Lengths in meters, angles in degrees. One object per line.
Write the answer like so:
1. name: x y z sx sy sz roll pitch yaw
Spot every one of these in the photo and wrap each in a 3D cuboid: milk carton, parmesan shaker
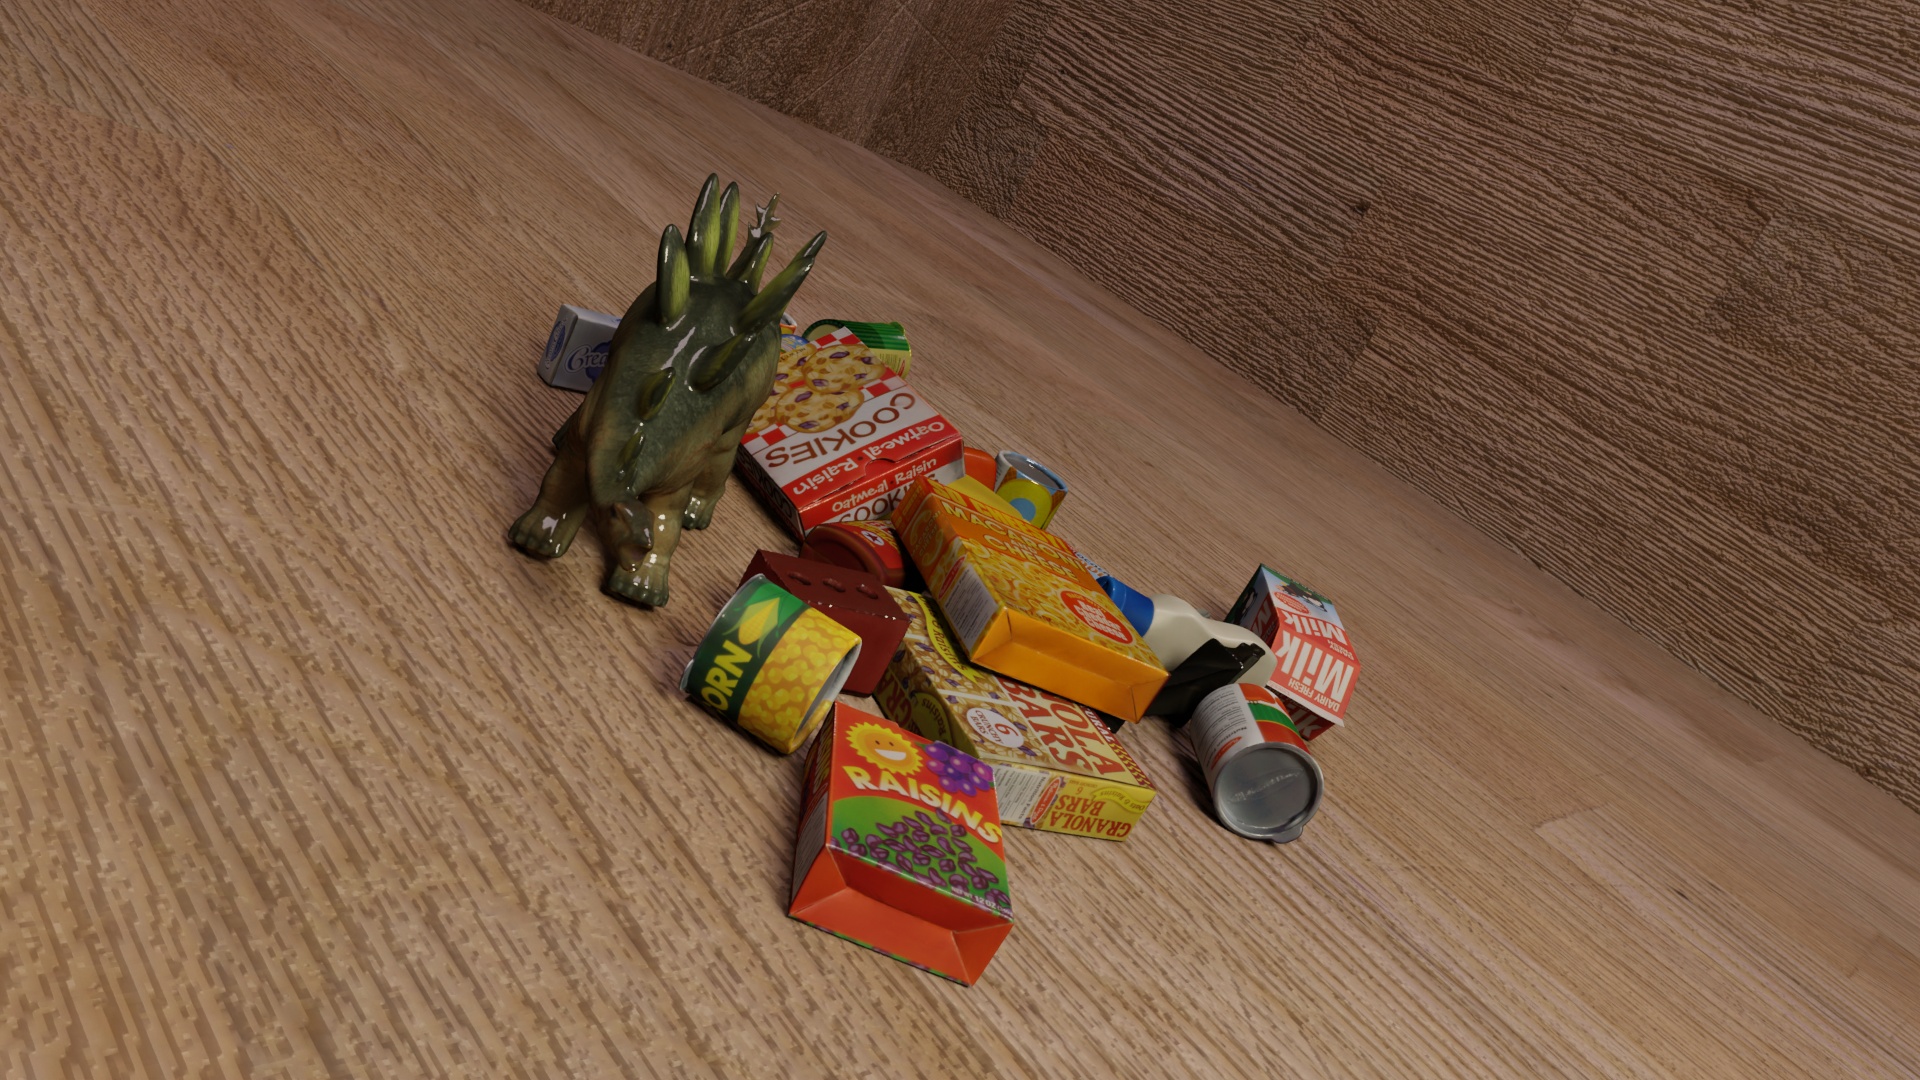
1. milk carton: 0.255 0.091 1.086 0.072 0.073 0.191 28 18 -3
2. parmesan shaker: -0.097 -0.173 1.283 0.071 0.071 0.103 35 18 18

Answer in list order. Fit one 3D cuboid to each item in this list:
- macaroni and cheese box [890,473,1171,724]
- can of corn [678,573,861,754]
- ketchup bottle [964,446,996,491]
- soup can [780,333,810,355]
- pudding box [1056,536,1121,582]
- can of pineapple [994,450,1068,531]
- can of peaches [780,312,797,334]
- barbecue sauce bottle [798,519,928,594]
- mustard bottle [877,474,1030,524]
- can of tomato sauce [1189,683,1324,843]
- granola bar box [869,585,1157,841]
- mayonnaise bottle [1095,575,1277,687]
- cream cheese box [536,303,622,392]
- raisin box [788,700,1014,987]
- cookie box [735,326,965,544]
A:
1. macaroni and cheese box: 0.037 0.032 0.834 0.123 0.040 0.167 24 17 -29
2. can of corn: -0.089 0.060 0.655 0.058 0.071 0.071 31 17 7
3. ketchup bottle: -0.048 -0.047 1.030 0.149 0.064 0.043 9 12 -29
4. soup can: -0.143 -0.124 1.074 0.071 0.071 0.084 30 18 3
5. pudding box: 0.084 0.039 1.005 0.084 0.049 0.030 36 20 22
6. can of pineapple: 0.048 -0.033 1.136 0.071 0.057 0.071 26 17 -9
7. can of peaches: -0.181 -0.171 1.172 0.071 0.058 0.071 27 17 -9
8. barbecue sauce bottle: -0.042 0.011 0.899 0.065 0.043 0.149 35 18 19
9. mustard bottle: 0.004 -0.013 1.011 0.160 0.065 0.049 24 20 -32
10. can of tomato sauce: 0.182 0.136 0.859 0.071 0.071 0.083 26 17 -10
11. granola bar box: 0.017 0.092 0.770 0.124 0.039 0.166 17 21 -35
12. mayonnaise bottle: 0.150 0.071 0.970 0.148 0.064 0.041 29 14 -26
13. cream cheese box: -0.237 -0.127 0.967 0.104 0.053 0.024 9 24 -48
14. raisin box: -0.027 0.127 0.606 0.086 0.040 0.124 24 17 -11
15. cookie box: -0.091 -0.075 0.956 0.123 0.040 0.168 -27 45 -18
